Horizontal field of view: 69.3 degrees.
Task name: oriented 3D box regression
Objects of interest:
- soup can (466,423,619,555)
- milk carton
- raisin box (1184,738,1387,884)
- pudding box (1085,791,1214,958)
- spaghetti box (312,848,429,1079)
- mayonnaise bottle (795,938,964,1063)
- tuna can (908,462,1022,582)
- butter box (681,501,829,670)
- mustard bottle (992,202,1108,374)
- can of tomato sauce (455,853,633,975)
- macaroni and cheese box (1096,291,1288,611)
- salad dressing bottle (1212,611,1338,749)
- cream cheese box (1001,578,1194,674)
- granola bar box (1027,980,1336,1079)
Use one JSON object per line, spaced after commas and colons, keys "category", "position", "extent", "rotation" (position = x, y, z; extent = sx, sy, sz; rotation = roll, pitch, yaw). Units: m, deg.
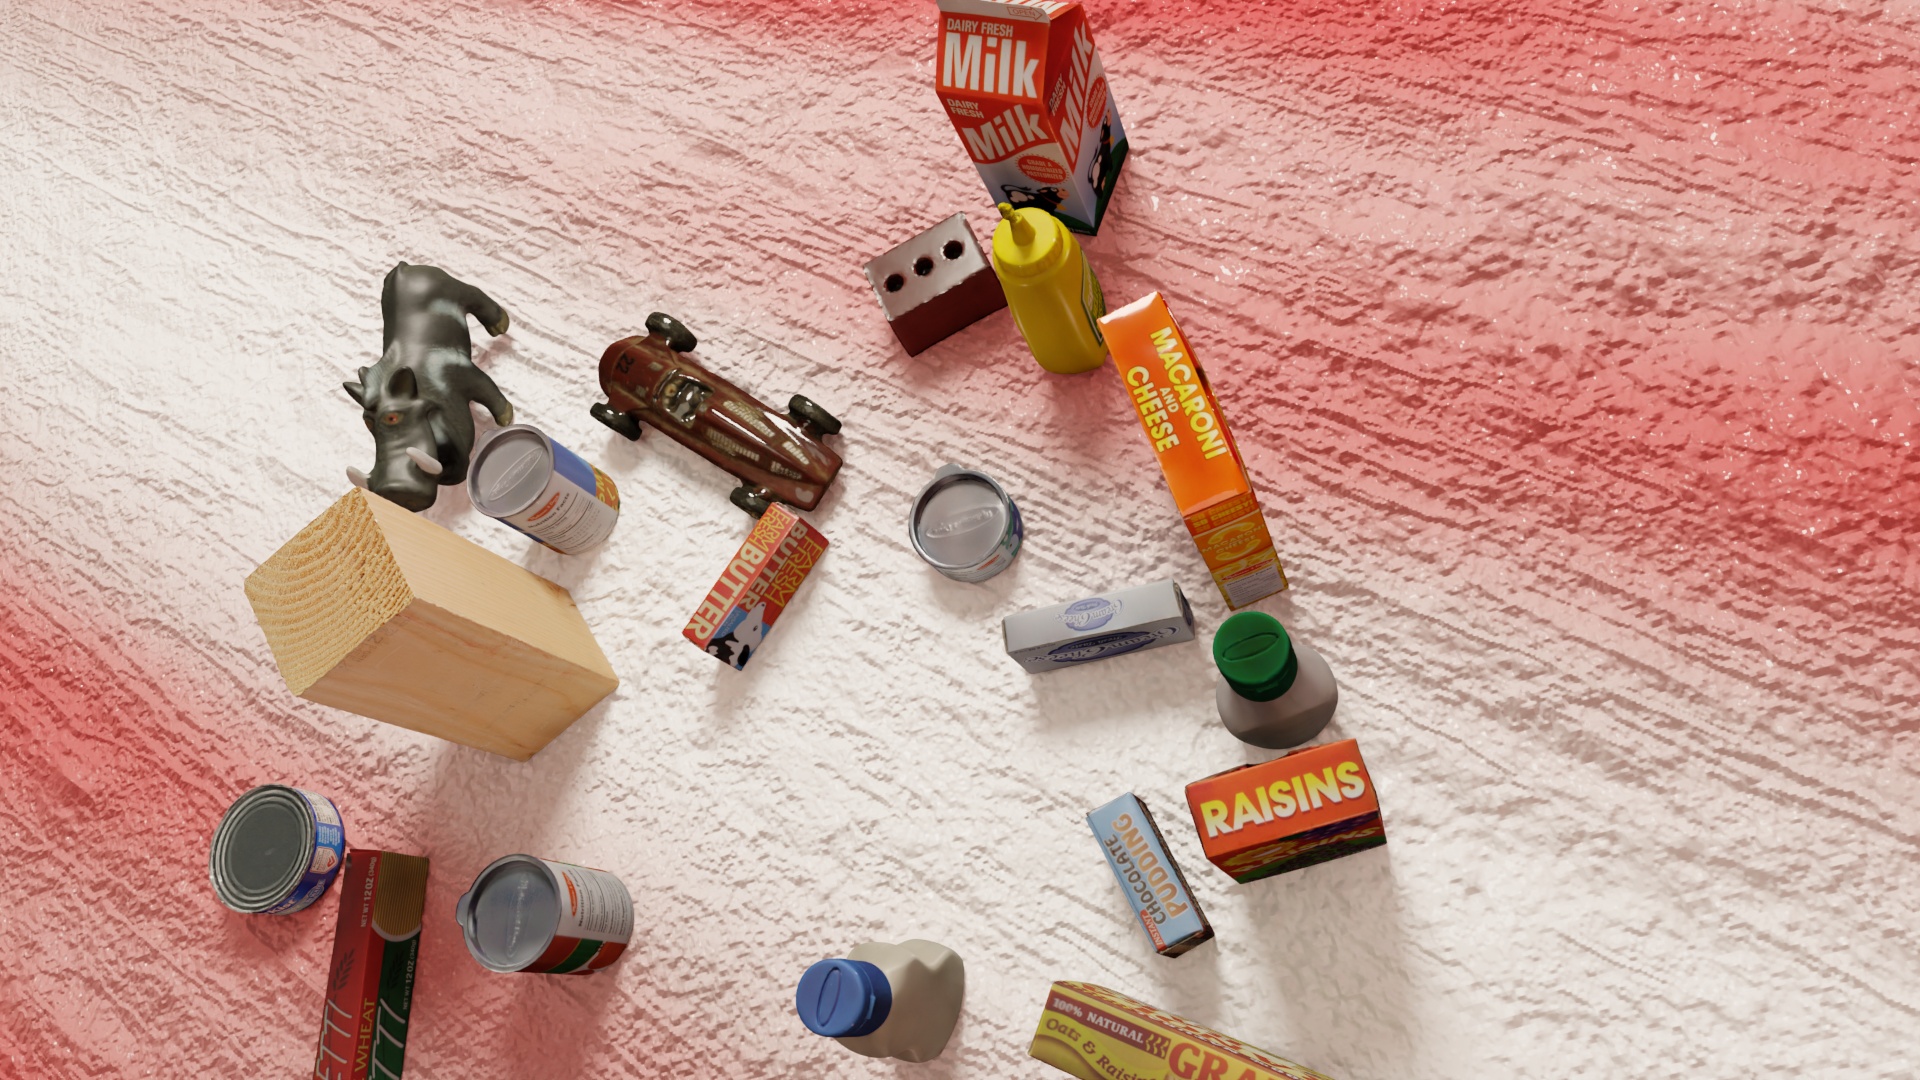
{"category": "soup can", "position": [-0.282, -0.035, 0.941], "extent": [0.071, 0.083, 0.071], "rotation": [-6, 70, 17]}
{"category": "milk carton", "position": [0.044, -0.270, 0.856], "extent": [0.072, 0.190, 0.073], "rotation": [15, 77, 23]}
{"category": "raisin box", "position": [0.168, 0.139, 0.703], "extent": [0.086, 0.123, 0.040], "rotation": [-18, 67, 12]}
{"category": "pudding box", "position": [0.102, 0.181, 0.752], "extent": [0.030, 0.049, 0.084], "rotation": [-31, 64, 7]}
{"category": "spaghetti box", "position": [-0.373, 0.321, 0.863], "extent": [0.028, 0.050, 0.251], "rotation": [-6, 69, 17]}
{"category": "mayonnaise bottle", "position": [-0.040, 0.239, 0.724], "extent": [0.041, 0.148, 0.065], "rotation": [9, 75, 22]}
{"category": "tuna can", "position": [0.003, -0.011, 0.864], "extent": [0.071, 0.032, 0.071], "rotation": [-6, 69, 17]}
{"category": "butter box", "position": [-0.129, 0.029, 0.883], "extent": [0.024, 0.053, 0.103], "rotation": [31, 83, 25]}
{"category": "mustard bottle", "position": [0.052, -0.155, 0.829], "extent": [0.049, 0.160, 0.065], "rotation": [-7, 70, 17]}
{"category": "can of tomato sauce", "position": [-0.248, 0.227, 0.836], "extent": [0.071, 0.083, 0.071], "rotation": [-6, 70, 17]}
{"category": "macaroni and cheese box", "position": [0.130, -0.044, 0.758], "extent": [0.040, 0.166, 0.124], "rotation": [-24, 65, 10]}
{"category": "salad dressing bottle", "position": [0.159, 0.073, 0.717], "extent": [0.064, 0.147, 0.044], "rotation": [-22, 66, 11]}
{"category": "cream cheese box", "position": [0.081, 0.051, 0.804], "extent": [0.104, 0.053, 0.024], "rotation": [-14, 68, 14]}
{"category": "granola bar box", "position": [0.128, 0.262, 0.672], "extent": [0.165, 0.124, 0.039], "rotation": [16, 77, 23]}
